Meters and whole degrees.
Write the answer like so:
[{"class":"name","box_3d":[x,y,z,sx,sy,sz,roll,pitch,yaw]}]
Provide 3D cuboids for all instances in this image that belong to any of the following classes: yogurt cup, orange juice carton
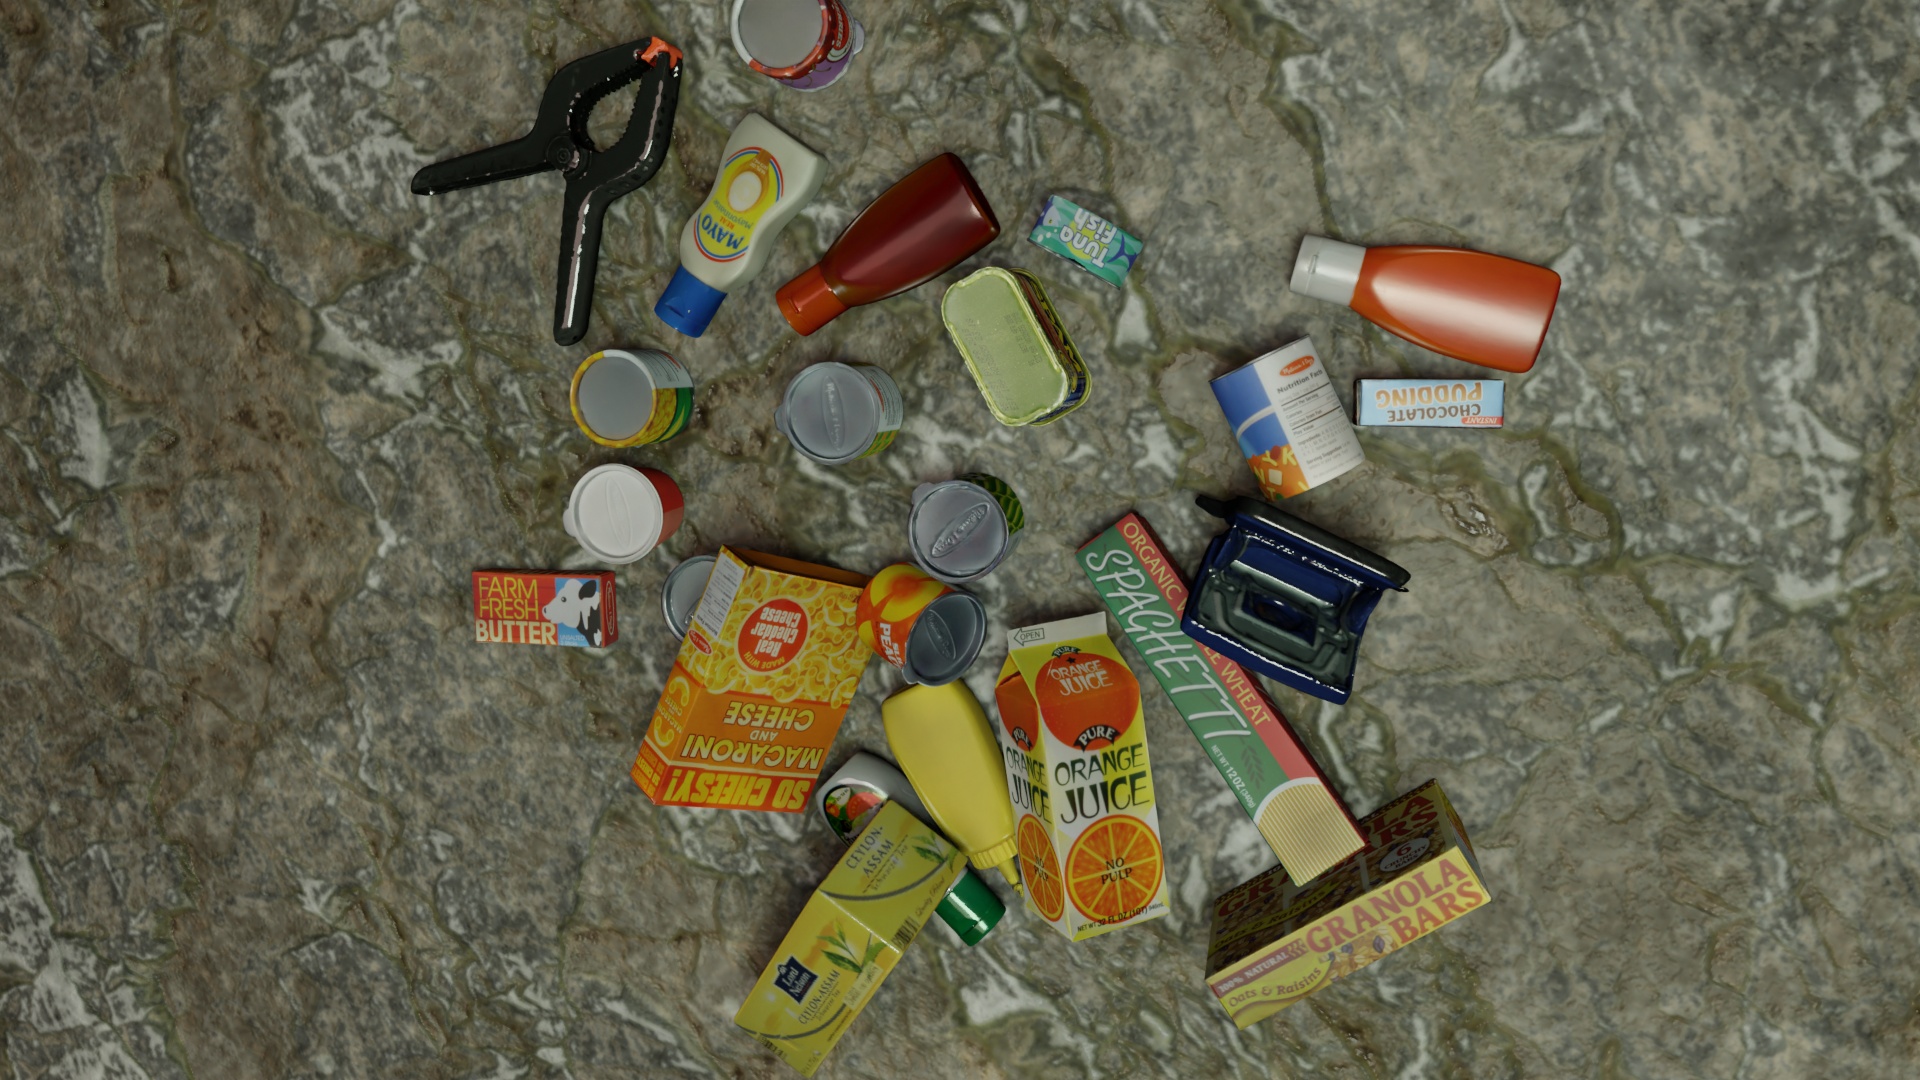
[{"class":"yogurt cup","box_3d":[-0.226,-0.021,0.955,0.072,0.054,0.072,2,98,13]},{"class":"orange juice carton","box_3d":[0.074,0.145,0.883,0.072,0.073,0.192,-10,96,-20]}]

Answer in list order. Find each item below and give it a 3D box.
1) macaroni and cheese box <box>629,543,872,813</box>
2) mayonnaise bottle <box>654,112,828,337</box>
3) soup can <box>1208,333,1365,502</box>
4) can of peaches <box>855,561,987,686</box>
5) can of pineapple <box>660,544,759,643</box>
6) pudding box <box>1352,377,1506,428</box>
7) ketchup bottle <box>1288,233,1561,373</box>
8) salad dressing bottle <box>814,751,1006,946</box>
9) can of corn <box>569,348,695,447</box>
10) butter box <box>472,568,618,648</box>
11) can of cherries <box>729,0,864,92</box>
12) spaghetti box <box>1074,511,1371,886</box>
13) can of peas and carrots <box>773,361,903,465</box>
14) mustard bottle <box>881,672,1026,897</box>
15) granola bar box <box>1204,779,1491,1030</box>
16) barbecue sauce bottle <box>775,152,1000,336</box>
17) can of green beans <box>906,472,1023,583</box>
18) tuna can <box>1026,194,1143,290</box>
[{"class":"macaroni and cheese box","box_3d":[-0.128,0.094,0.910,0.040,0.124,0.166,33,103,45]},{"class":"mayonnaise bottle","box_3d":[-0.151,-0.205,0.921,0.065,0.041,0.147,36,103,5]},{"class":"soup can","box_3d":[0.197,-0.074,0.847,0.071,0.071,0.083,-25,92,15]},{"class":"can of peaches","box_3d":[-0.028,0.055,0.901,0.058,0.071,0.071,28,106,45]},{"class":"can of pineapple","box_3d":[-0.161,0.040,0.945,0.071,0.058,0.071,2,98,13]},{"class":"pudding box","box_3d":[0.279,-0.082,0.833,0.084,0.050,0.030,2,96,12]},{"class":"ketchup bottle","box_3d":[0.274,-0.148,0.829,0.149,0.043,0.064,17,100,11]},{"class":"salad dressing bottle","box_3d":[-0.033,0.210,0.944,0.148,0.044,0.064,44,114,4]},{"class":"can of corn","box_3d":[-0.223,-0.095,0.943,0.071,0.058,0.071,2,97,13]},{"class":"butter box","box_3d":[-0.298,0.048,0.995,0.103,0.024,0.053,2,98,13]},{"class":"can of cherries","box_3d":[-0.104,-0.326,0.886,0.071,0.058,0.071,2,98,13]},{"class":"spaghetti box","box_3d":[0.158,0.093,0.861,0.050,0.028,0.250,-37,72,14]},{"class":"can of peas and carrots","box_3d":[-0.079,-0.084,0.911,0.071,0.059,0.071,2,97,14]},{"class":"mustard bottle","box_3d":[0.004,0.167,0.928,0.065,0.049,0.160,-26,91,9]},{"class":"granola bar box","box_3d":[0.231,0.219,0.843,0.165,0.124,0.039,-34,89,15]},{"class":"barbecue sauce bottle","box_3d":[-0.051,-0.186,0.900,0.148,0.044,0.065,-30,89,15]},{"class":"can of green beans","box_3d":[0.004,-0.009,0.901,0.071,0.058,0.071,2,98,13]},{"class":"tuna can","box_3d":[0.077,-0.184,0.856,0.071,0.071,0.032,30,102,8]}]
